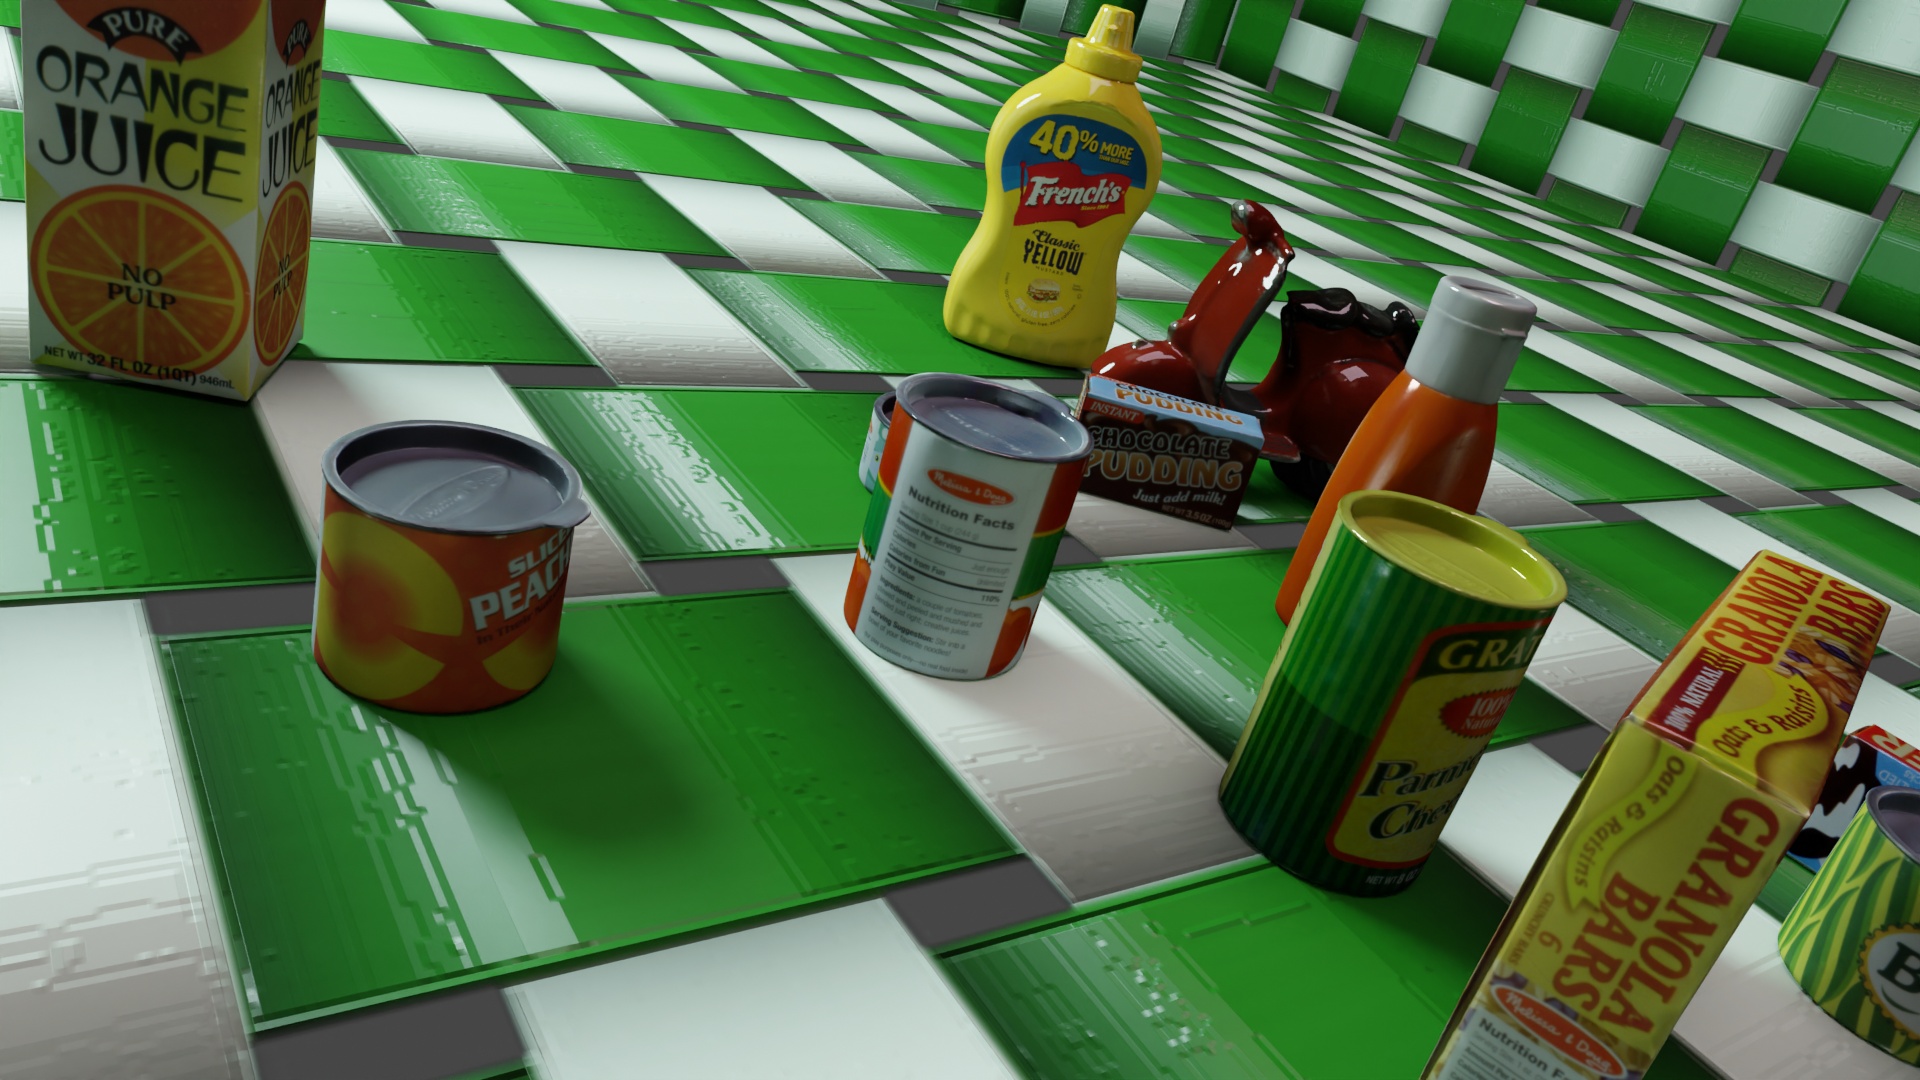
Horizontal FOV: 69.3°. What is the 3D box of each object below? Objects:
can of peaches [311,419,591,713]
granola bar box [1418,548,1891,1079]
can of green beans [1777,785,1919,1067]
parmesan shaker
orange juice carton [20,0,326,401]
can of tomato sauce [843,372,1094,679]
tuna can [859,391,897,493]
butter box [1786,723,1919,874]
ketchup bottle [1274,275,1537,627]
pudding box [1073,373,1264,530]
[{"bbox_3d":[-0.140,0.007,0.384,0.071,0.057,0.071,14,25,-6],"label":"can of peaches"},{"bbox_3d":[0.176,0.078,0.351,0.039,0.123,0.166,31,28,29],"label":"granola bar box"},{"bbox_3d":[0.295,0.117,0.421,0.071,0.057,0.071,14,25,-6],"label":"can of green beans"},{"bbox_3d":[0.128,0.045,0.415,0.071,0.102,0.071,14,25,-6],"label":"parmesan shaker"},{"bbox_3d":[-0.267,-0.153,0.478,0.072,0.191,0.073,10,25,-13],"label":"orange juice carton"},{"bbox_3d":[0.002,-0.006,0.467,0.071,0.082,0.071,14,25,-6],"label":"can of tomato sauce"},{"bbox_3d":[-0.005,-0.034,0.581,0.071,0.032,0.071,13,25,-6],"label":"tuna can"},{"bbox_3d":[0.337,0.112,0.463,0.024,0.053,0.104,-6,33,-40],"label":"butter box"},{"bbox_3d":[0.176,-0.026,0.538,0.065,0.148,0.044,3,28,-27],"label":"ketchup bottle"},{"bbox_3d":[0.091,-0.041,0.634,0.084,0.049,0.030,15,25,-3],"label":"pudding box"}]
